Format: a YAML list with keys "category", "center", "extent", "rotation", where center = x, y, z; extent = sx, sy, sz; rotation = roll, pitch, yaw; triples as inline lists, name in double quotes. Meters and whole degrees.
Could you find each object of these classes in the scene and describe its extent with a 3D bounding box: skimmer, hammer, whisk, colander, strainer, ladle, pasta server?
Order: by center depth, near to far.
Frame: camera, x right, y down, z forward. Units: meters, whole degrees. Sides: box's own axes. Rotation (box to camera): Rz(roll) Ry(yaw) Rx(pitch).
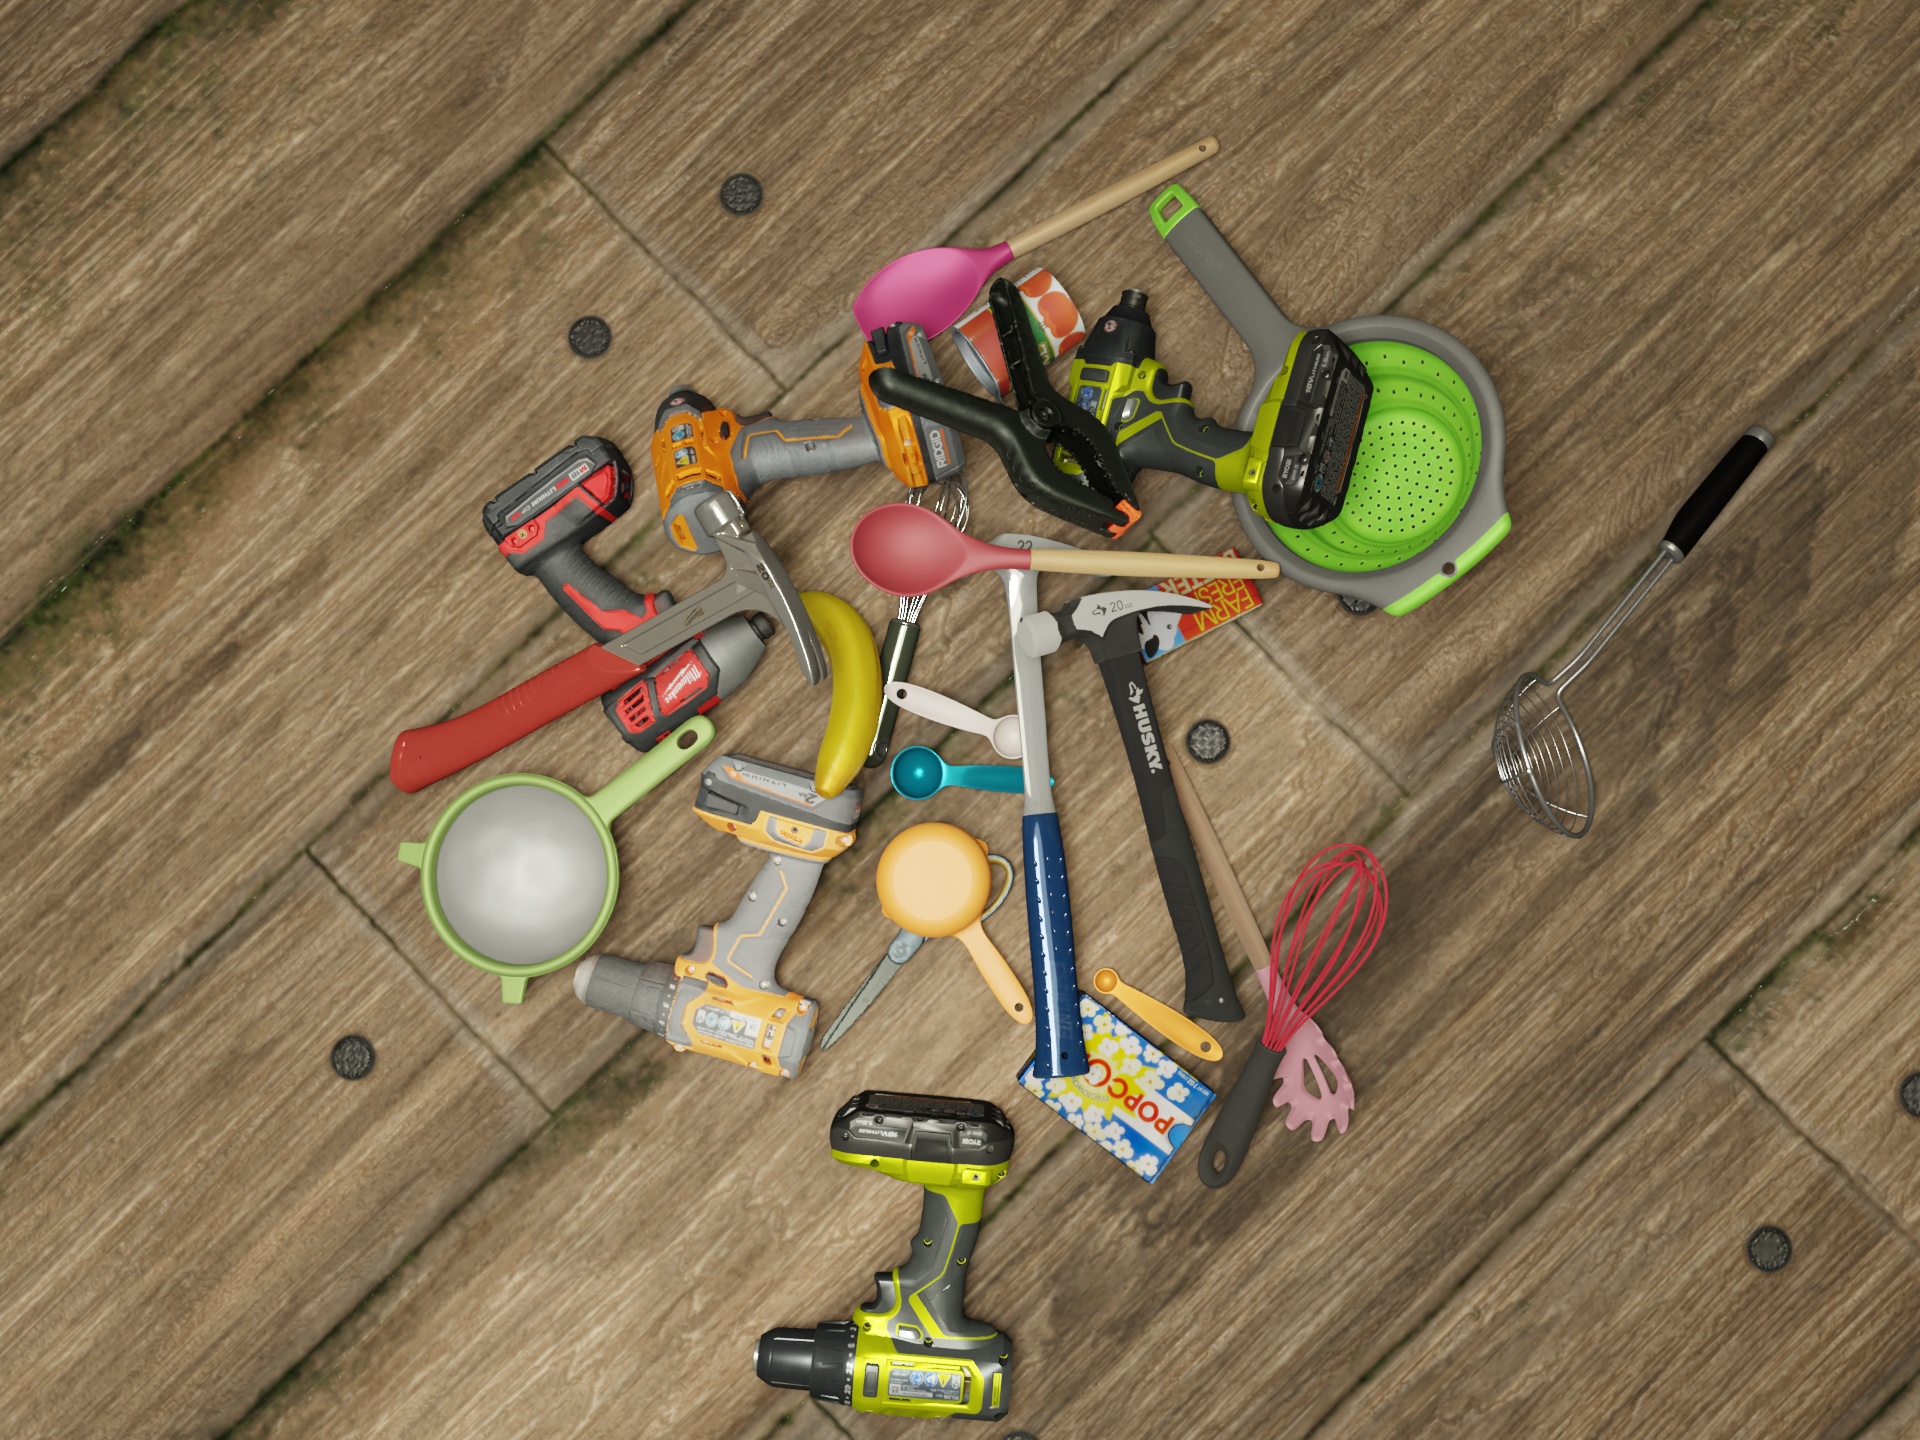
- category: "ladle"
  center: [0.077, -0.118, 1.163]
  extent: [0.315, 0.031, 0.069]
  rotation: [3, 86, -3]
- category: "whisk"
  center: [0.236, 0.222, 1.163]
  extent: [0.073, 0.073, 0.295]
  rotation: [20, 108, 2]
- category: "hammer"
  center: [-0.274, -0.023, 1.168]
  extent: [0.359, 0.037, 0.149]
  rotation: [-26, 95, 20]
- category: "hammer"
  center: [0.154, 0.065, 1.183]
  extent: [0.146, 0.035, 0.335]
  rotation: [-17, 91, -20]
- category: "hammer"
  center: [0.064, 0.059, 1.190]
  extent: [0.144, 0.035, 0.405]
  rotation: [-2, 83, -18]
- category: "skimmer"
  center: [0.523, -0.075, 1.198]
  extent: [0.127, 0.090, 0.363]
  rotation: [42, 84, -29]
- category: "strainer"
  center: [-0.283, 0.083, 1.204]
  extent: [0.256, 0.069, 0.151]
  rotation: [-39, 84, 0]
- category: "pasta server"
  center: [0.218, 0.164, 1.211]
  extent: [0.060, 0.040, 0.316]
  rotation: [-26, 84, 25]
- category: "colander"
  center: [0.273, -0.255, 1.216]
  extent: [0.204, 0.094, 0.397]
  rotation: [-41, 67, 23]
- category: "whisk"
  center: [-0.042, -0.083, 1.231]
  extent: [0.059, 0.057, 0.246]
  rotation: [15, 89, 36]

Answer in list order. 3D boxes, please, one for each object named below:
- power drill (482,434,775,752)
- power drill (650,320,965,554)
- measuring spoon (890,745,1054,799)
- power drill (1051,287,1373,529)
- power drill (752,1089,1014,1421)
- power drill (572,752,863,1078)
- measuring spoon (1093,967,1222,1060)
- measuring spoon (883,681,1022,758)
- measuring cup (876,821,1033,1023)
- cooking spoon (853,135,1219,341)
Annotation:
- category: "power drill"
  center: [-0.250, -0.101, 1.217]
  extent: [0.143, 0.078, 0.219]
  rotation: [-35, 90, 0]
- category: "power drill"
  center: [-0.124, -0.223, 1.205]
  extent: [0.226, 0.084, 0.164]
  rotation: [-17, 50, -1]
- category: "measuring spoon"
  center: [0.009, 0.044, 1.236]
  extent: [0.128, 0.021, 0.042]
  rotation: [5, 86, -8]
- category: "power drill"
  center: [0.179, -0.230, 1.174]
  extent: [0.223, 0.080, 0.171]
  rotation: [15, 90, 35]
- category: "power drill"
  center: [-0.051, 0.399, 1.181]
  extent: [0.190, 0.080, 0.228]
  rotation: [5, 89, 1]
- category: "power drill"
  center: [-0.181, 0.140, 1.200]
  extent: [0.185, 0.084, 0.226]
  rotation: [15, 91, 3]
- category: "measuring spoon"
  center: [0.152, 0.227, 1.224]
  extent: [0.117, 0.011, 0.021]
  rotation: [34, 88, -1]
- category: "measuring spoon"
  center: [-0.002, -0.004, 1.225]
  extent: [0.124, 0.018, 0.034]
  rotation: [21, 90, -10]
- category: "measuring cup"
  center: [0.003, 0.154, 1.188]
  extent: [0.095, 0.052, 0.174]
  rotation: [-34, 83, -2]
- category: "cooking spoon"
  center: [0.062, -0.384, 1.259]
  extent: [0.319, 0.017, 0.069]
  rotation: [-28, 87, -1]
